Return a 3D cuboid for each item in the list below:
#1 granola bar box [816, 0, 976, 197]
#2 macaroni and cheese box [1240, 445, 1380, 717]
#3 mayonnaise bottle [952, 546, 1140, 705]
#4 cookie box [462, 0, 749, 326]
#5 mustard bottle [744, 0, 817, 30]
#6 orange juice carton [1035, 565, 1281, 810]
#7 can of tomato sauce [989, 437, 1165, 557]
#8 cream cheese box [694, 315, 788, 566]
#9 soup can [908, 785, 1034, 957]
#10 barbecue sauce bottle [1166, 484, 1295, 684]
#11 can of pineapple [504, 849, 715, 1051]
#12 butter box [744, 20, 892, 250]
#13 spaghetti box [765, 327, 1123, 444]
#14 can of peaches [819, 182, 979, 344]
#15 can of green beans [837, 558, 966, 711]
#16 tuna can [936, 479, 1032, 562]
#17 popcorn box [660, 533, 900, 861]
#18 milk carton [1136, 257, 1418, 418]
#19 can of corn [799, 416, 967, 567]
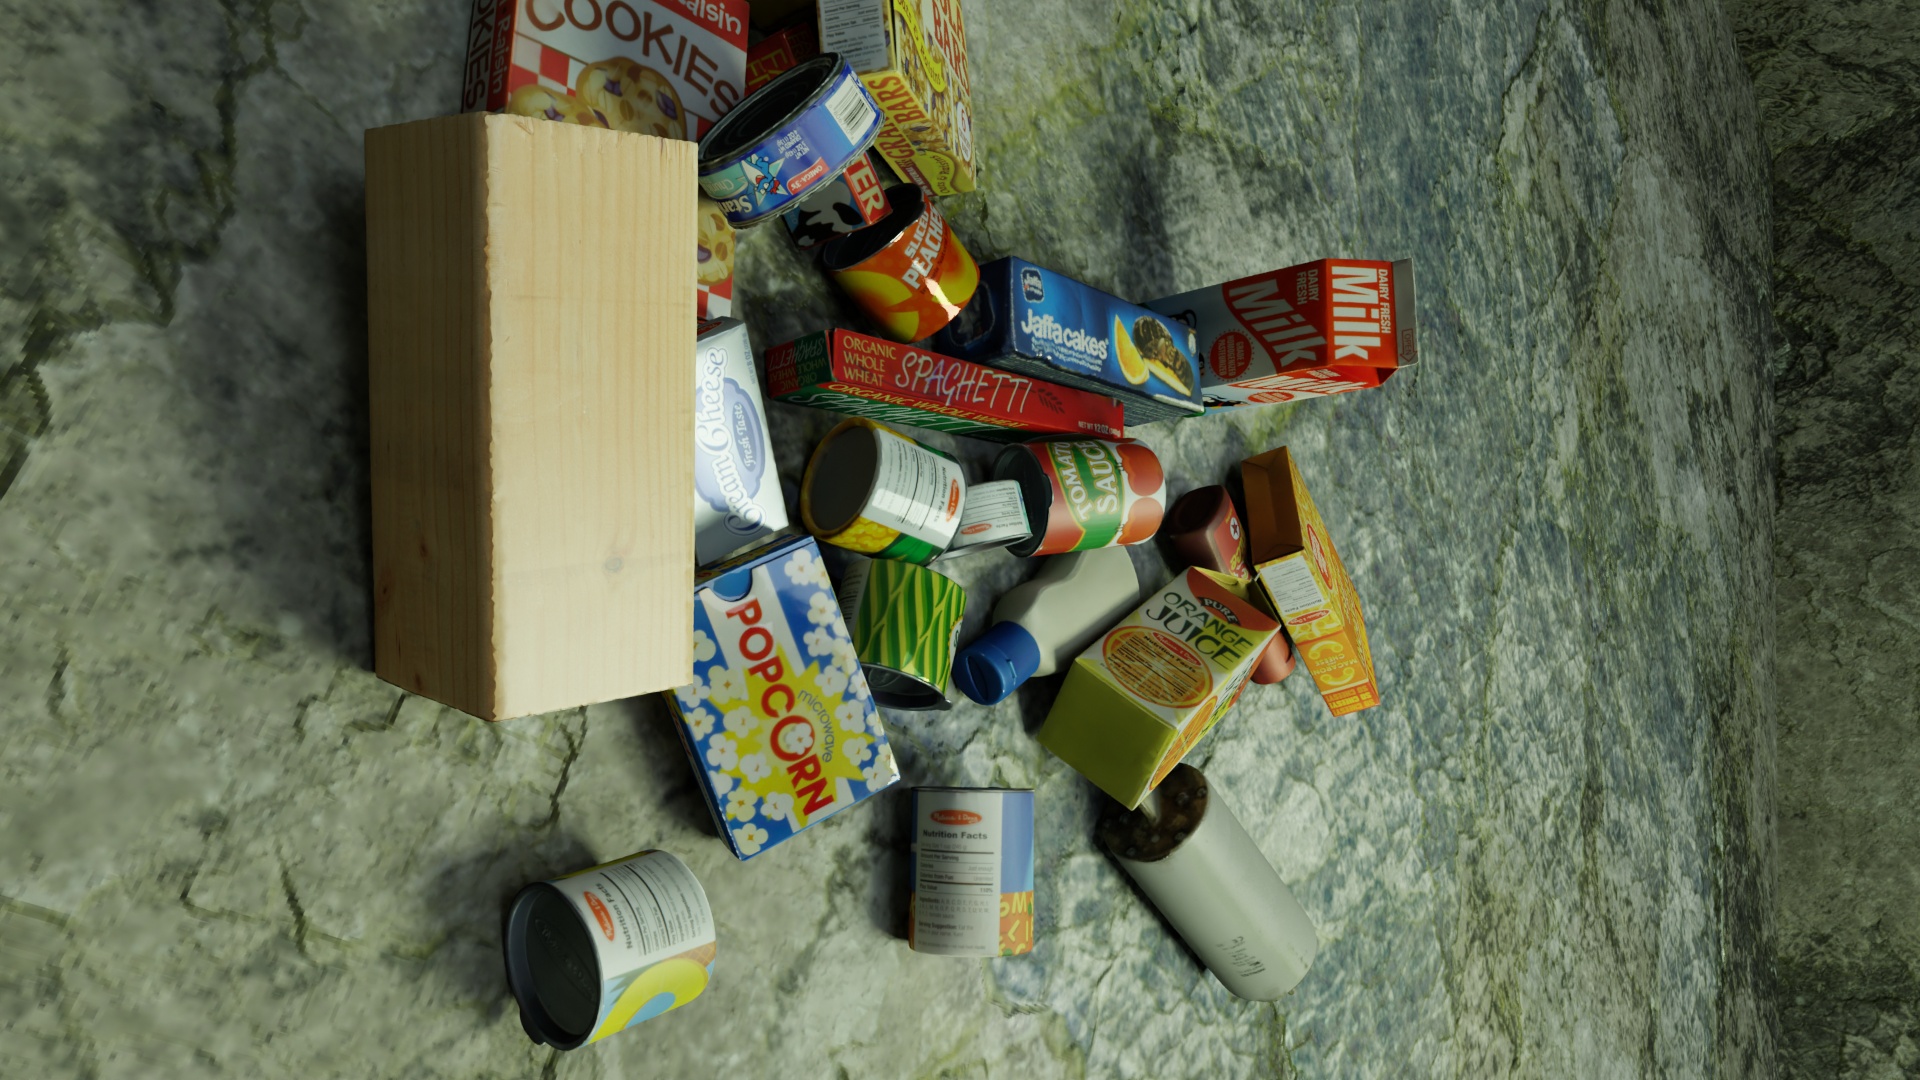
[{"bbox_3d":[-0.032,-0.266,0.724,0.165,0.039,0.124,21,63,-75],"label":"granola bar box"},{"bbox_3d":[0.259,0.031,1.033,0.166,0.040,0.124,56,25,-32],"label":"macaroni and cheese box"},{"bbox_3d":[0.052,0.047,0.826,0.149,0.041,0.064,-34,109,-45],"label":"mayonnaise bottle"},{"bbox_3d":[-0.156,-0.187,0.623,0.123,0.040,0.167,14,74,-47],"label":"cookie box"},{"bbox_3d":[-0.110,-0.341,0.695,0.066,0.048,0.159,-47,119,-49],"label":"mustard bottle"},{"bbox_3d":[0.135,0.079,0.868,0.193,0.073,0.071,-31,150,-49],"label":"orange juice carton"},{"bbox_3d":[0.069,-0.027,0.815,0.083,0.071,0.071,-5,88,-28],"label":"can of tomato sauce"},{"bbox_3d":[-0.115,-0.044,0.632,0.053,0.024,0.103,-29,123,-34],"label":"cream cheese box"},{"bbox_3d":[0.007,0.173,0.734,0.071,0.071,0.084,11,76,-48],"label":"soup can"},{"bbox_3d":[0.195,0.036,0.989,0.148,0.043,0.065,60,36,-24],"label":"barbecue sauce bottle"},{"bbox_3d":[-0.143,0.165,0.564,0.058,0.071,0.071,-6,89,-49],"label":"can of pineapple"},{"bbox_3d":[-0.080,-0.203,0.704,0.024,0.053,0.103,-45,118,-45],"label":"butter box"},{"bbox_3d":[0.001,-0.079,0.779,0.250,0.050,0.029,6,79,-48],"label":"spaghetti box"},{"bbox_3d":[-0.030,-0.147,0.739,0.058,0.071,0.071,50,50,-34],"label":"can of peaches"},{"bbox_3d":[-0.034,0.048,0.706,0.071,0.071,0.058,35,58,-41],"label":"can of green beans"},{"bbox_3d":[0.003,-0.010,0.760,0.071,0.071,0.033,-8,83,-49],"label":"tuna can"},{"bbox_3d":[-0.089,0.070,0.636,0.085,0.038,0.126,-24,104,-21],"label":"popcorn box"},{"bbox_3d":[0.211,-0.134,0.923,0.073,0.190,0.072,9,77,-48],"label":"milk carton"},{"bbox_3d":[-0.041,-0.023,0.709,0.058,0.071,0.071,22,68,-39],"label":"can of corn"}]
